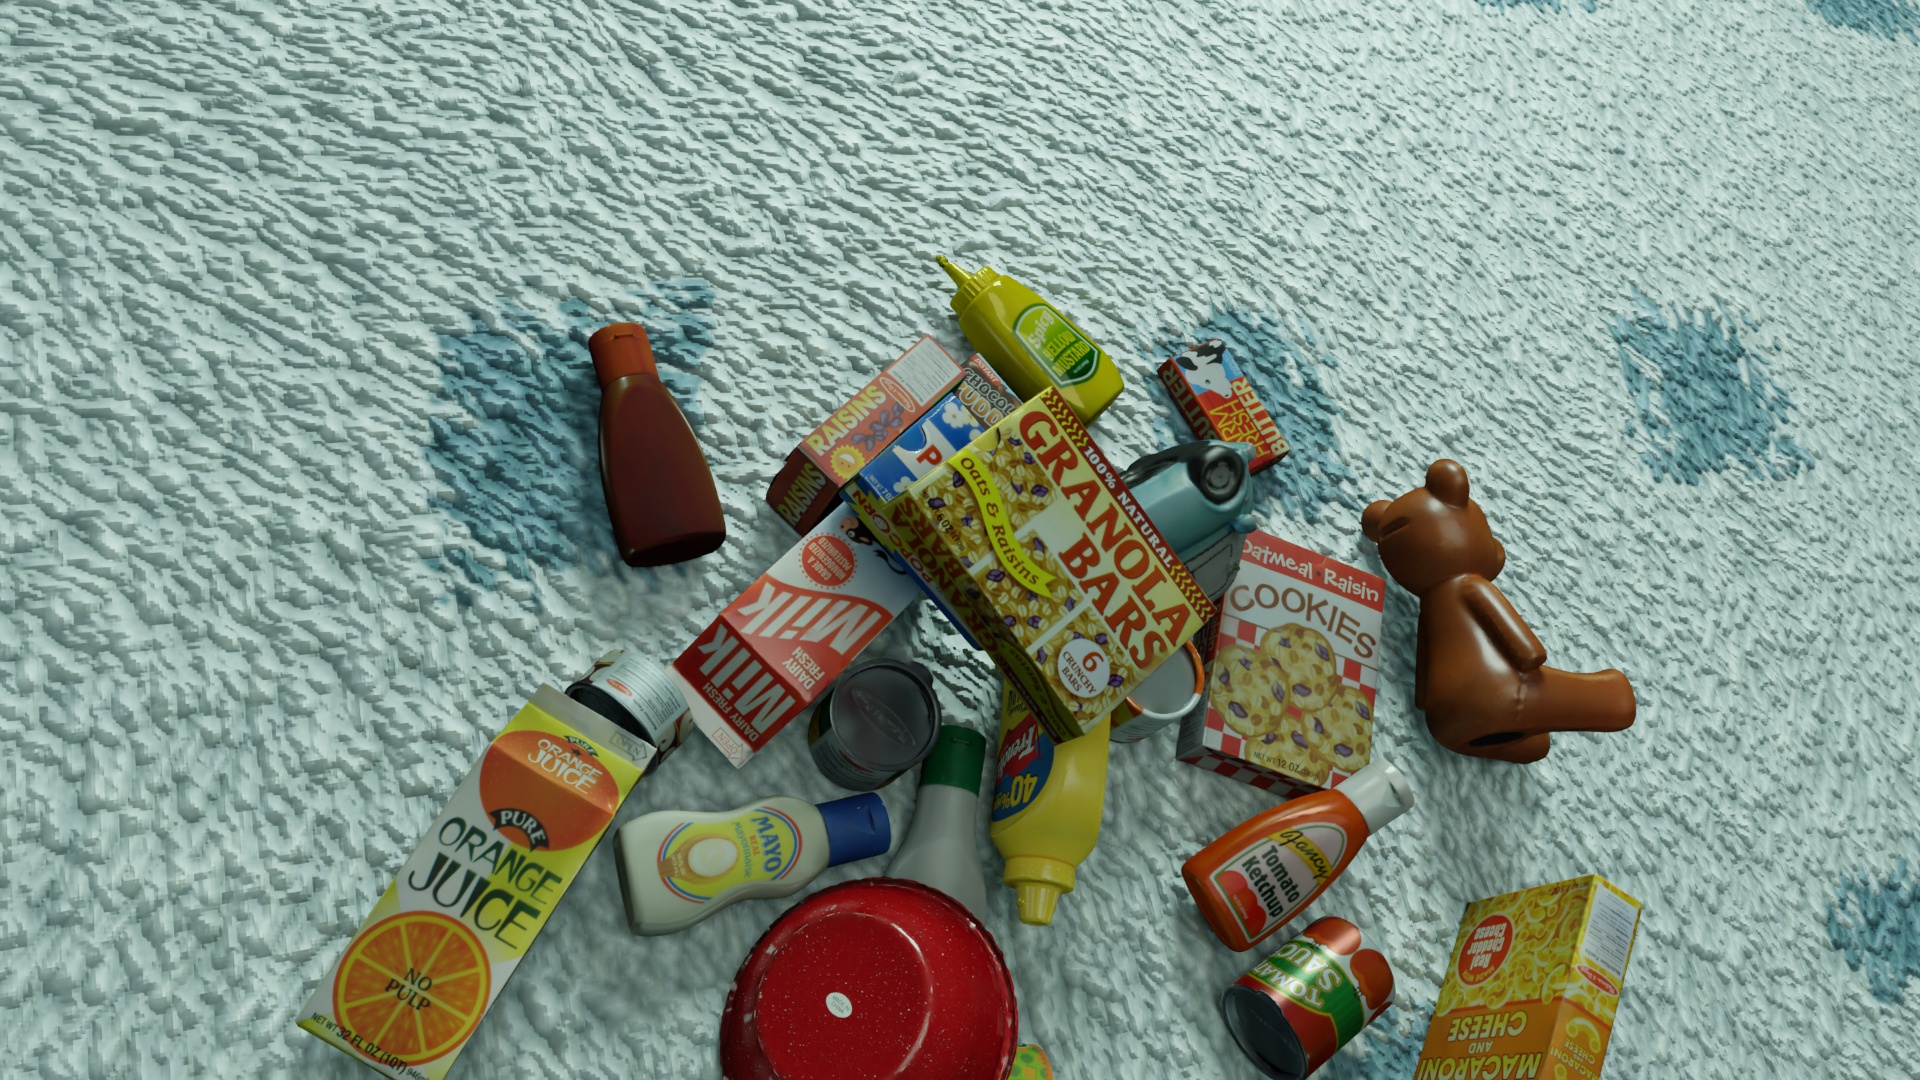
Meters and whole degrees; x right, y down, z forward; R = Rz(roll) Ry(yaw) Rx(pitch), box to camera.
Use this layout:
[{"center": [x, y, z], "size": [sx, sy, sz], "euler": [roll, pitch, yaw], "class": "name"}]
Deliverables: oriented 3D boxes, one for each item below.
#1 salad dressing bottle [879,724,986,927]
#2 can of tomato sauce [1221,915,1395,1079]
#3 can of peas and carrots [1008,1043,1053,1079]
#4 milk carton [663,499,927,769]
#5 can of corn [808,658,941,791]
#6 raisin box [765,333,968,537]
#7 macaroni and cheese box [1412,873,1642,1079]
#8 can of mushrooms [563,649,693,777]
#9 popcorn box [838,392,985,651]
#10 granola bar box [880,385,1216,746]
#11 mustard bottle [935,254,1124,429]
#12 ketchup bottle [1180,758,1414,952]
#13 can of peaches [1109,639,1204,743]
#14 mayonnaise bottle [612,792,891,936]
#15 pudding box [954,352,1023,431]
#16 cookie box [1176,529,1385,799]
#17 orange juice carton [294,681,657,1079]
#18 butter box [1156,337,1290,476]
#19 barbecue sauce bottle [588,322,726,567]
[{"center": [-0.012, 0.182, 0.805], "size": [0.064, 0.043, 0.148], "euler": [13, 62, -6], "class": "salad dressing bottle"}, {"center": [0.210, 0.274, 0.837], "size": [0.083, 0.071, 0.071], "euler": [-26, 79, -29], "class": "can of tomato sauce"}, {"center": [0.012, 0.302, 0.750], "size": [0.059, 0.070, 0.071], "euler": [12, 64, -17], "class": "can of peas and carrots"}, {"center": [-0.088, 0.044, 0.817], "size": [0.072, 0.073, 0.191], "euler": [46, 59, 0], "class": "milk carton"}, {"center": [-0.050, 0.107, 0.814], "size": [0.071, 0.058, 0.071], "euler": [8, 65, -18], "class": "can of corn"}, {"center": [-0.060, -0.065, 0.869], "size": [0.040, 0.085, 0.124], "euler": [45, 60, 0], "class": "raisin box"}, {"center": [0.341, 0.294, 0.847], "size": [0.040, 0.123, 0.167], "euler": [33, 61, -4], "class": "macaroni and cheese box"}, {"center": [-0.183, 0.095, 0.764], "size": [0.071, 0.070, 0.034], "euler": [42, 49, 0], "class": "can of mushrooms"}, {"center": [0.003, -0.010, 0.812], "size": [0.126, 0.038, 0.085], "euler": [49, 60, -5], "class": "popcorn box"}, {"center": [0.053, 0.012, 0.784], "size": [0.125, 0.039, 0.165], "euler": [-37, 92, -32], "class": "granola bar box"}, {"center": [0.040, -0.142, 0.963], "size": [0.160, 0.048, 0.065], "euler": [44, 58, 1], "class": "mustard bottle"}, {"center": [0.213, 0.190, 0.865], "size": [0.149, 0.043, 0.064], "euler": [-31, 94, -12], "class": "ketchup bottle"}, {"center": [0.112, 0.088, 0.886], "size": [0.071, 0.057, 0.071], "euler": [8, 66, -18], "class": "can of peaches"}, {"center": [-0.113, 0.172, 0.771], "size": [0.148, 0.041, 0.065], "euler": [-9, 70, -24], "class": "mayonnaise bottle"}, {"center": [0.018, -0.079, 0.938], "size": [0.050, 0.030, 0.084], "euler": [-38, 85, -31], "class": "pudding box"}, {"center": [0.220, 0.084, 0.940], "size": [0.123, 0.040, 0.168], "euler": [20, 62, -12], "class": "cookie box"}, {"center": [-0.234, 0.168, 0.693], "size": [0.072, 0.072, 0.193], "euler": [33, 69, -5], "class": "orange juice carton"}, {"center": [0.193, -0.094, 1.016], "size": [0.053, 0.024, 0.103], "euler": [-24, 78, -29], "class": "butter box"}, {"center": [-0.190, -0.060, 0.841], "size": [0.065, 0.043, 0.149], "euler": [-11, 72, -25], "class": "barbecue sauce bottle"}]
